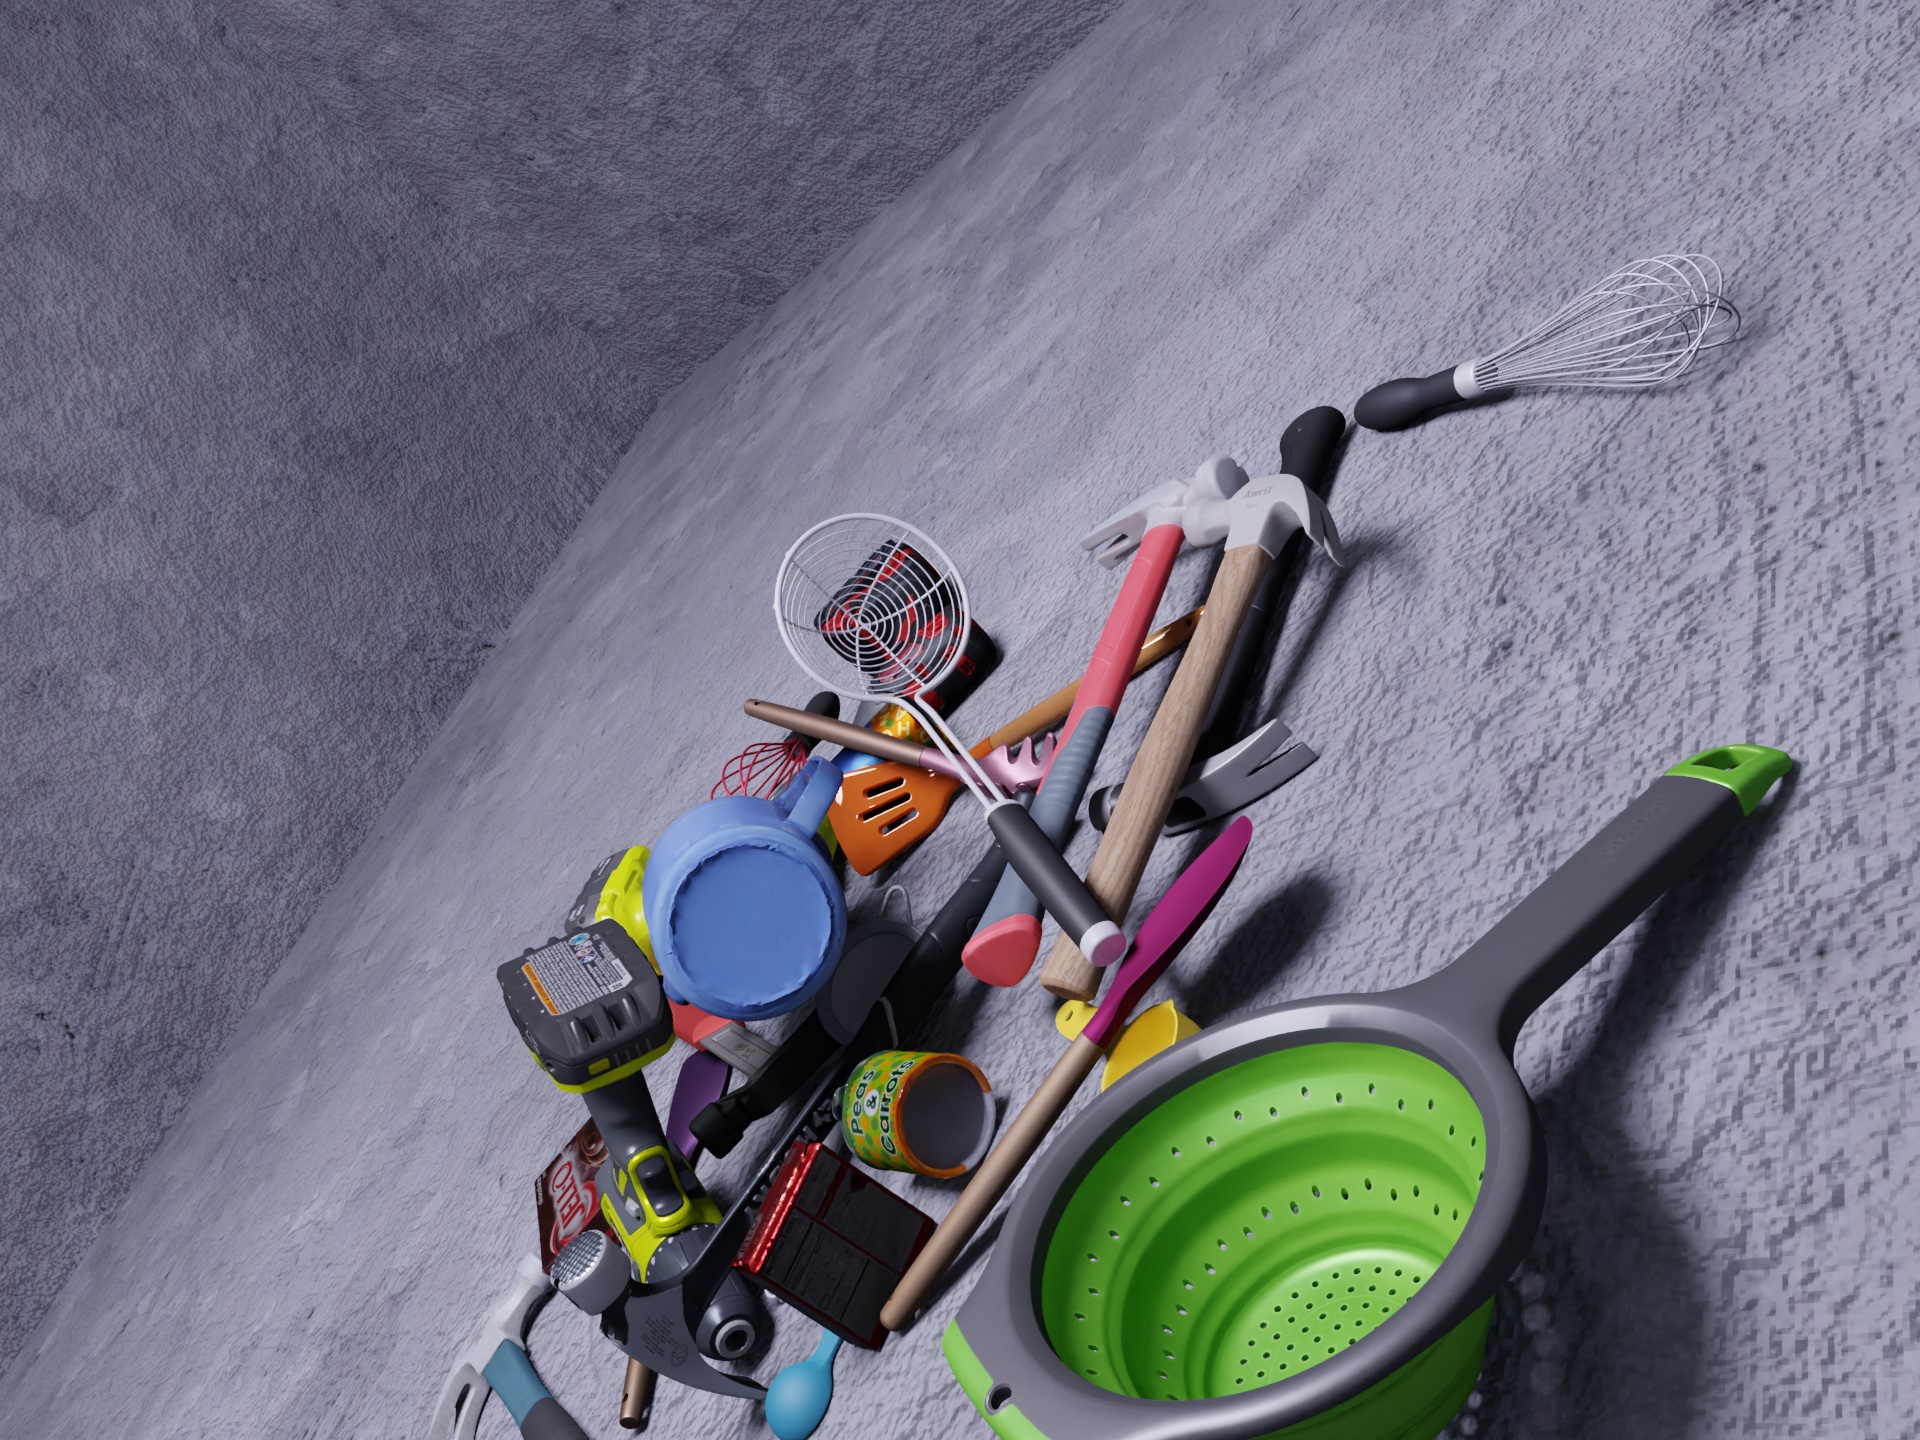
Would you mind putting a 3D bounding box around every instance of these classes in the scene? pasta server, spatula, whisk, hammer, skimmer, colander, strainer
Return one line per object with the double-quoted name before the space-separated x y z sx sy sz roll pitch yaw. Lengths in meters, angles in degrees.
"pasta server" -0.046 0.014 1.124 0.316 0.040 0.060 15 43 39
"spatula" -0.192 0.327 1.064 0.060 0.018 0.316 -36 25 21
"whisk" -0.132 0.028 1.235 0.073 0.073 0.296 -42 8 18
"hammer" -0.183 0.218 1.177 0.149 0.036 0.359 -44 18 -19
"skimmer" -0.001 -0.003 0.913 0.127 0.090 0.364 -14 37 -20
"hammer" -0.050 0.194 0.914 0.036 0.149 0.409 -1 42 50
"whisk" 0.322 -0.205 0.919 0.070 0.070 0.285 -56 18 -15
"hammer" 0.123 0.002 0.886 0.130 0.031 0.331 -7 53 58
"spatula" 0.038 0.006 1.110 0.322 0.041 0.081 -33 72 28
"hammer" -0.258 0.439 0.990 0.128 0.033 0.331 -56 24 -17
"hammer" 0.186 -0.076 0.982 0.146 0.035 0.335 -22 35 49
"hammer" 0.074 -0.004 0.987 0.143 0.038 0.387 -26 31 50
"colander" 0.183 0.152 0.591 0.397 0.094 0.205 -36 19 -16
"strainer" -0.070 0.225 0.973 0.087 0.050 0.259 2 57 30

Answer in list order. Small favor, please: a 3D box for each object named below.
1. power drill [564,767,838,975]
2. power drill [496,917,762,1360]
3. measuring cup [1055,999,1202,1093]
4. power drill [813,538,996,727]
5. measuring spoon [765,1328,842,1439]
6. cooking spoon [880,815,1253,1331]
"power drill" -0.195 0.119 1.283 0.223 0.080 0.171 -27 21 17
"power drill" -0.186 0.249 0.932 0.080 0.228 0.191 -23 23 -21
"measuring cup" 0.084 0.168 0.815 0.062 0.029 0.156 -58 12 -8
"power drill" -0.053 -0.058 1.342 0.143 0.078 0.220 -46 26 9
"measuring spoon" -0.072 0.319 0.852 0.042 0.021 0.129 -19 39 50
"cooking spoon" 0.052 0.179 0.793 0.319 0.017 0.069 -55 5 8
